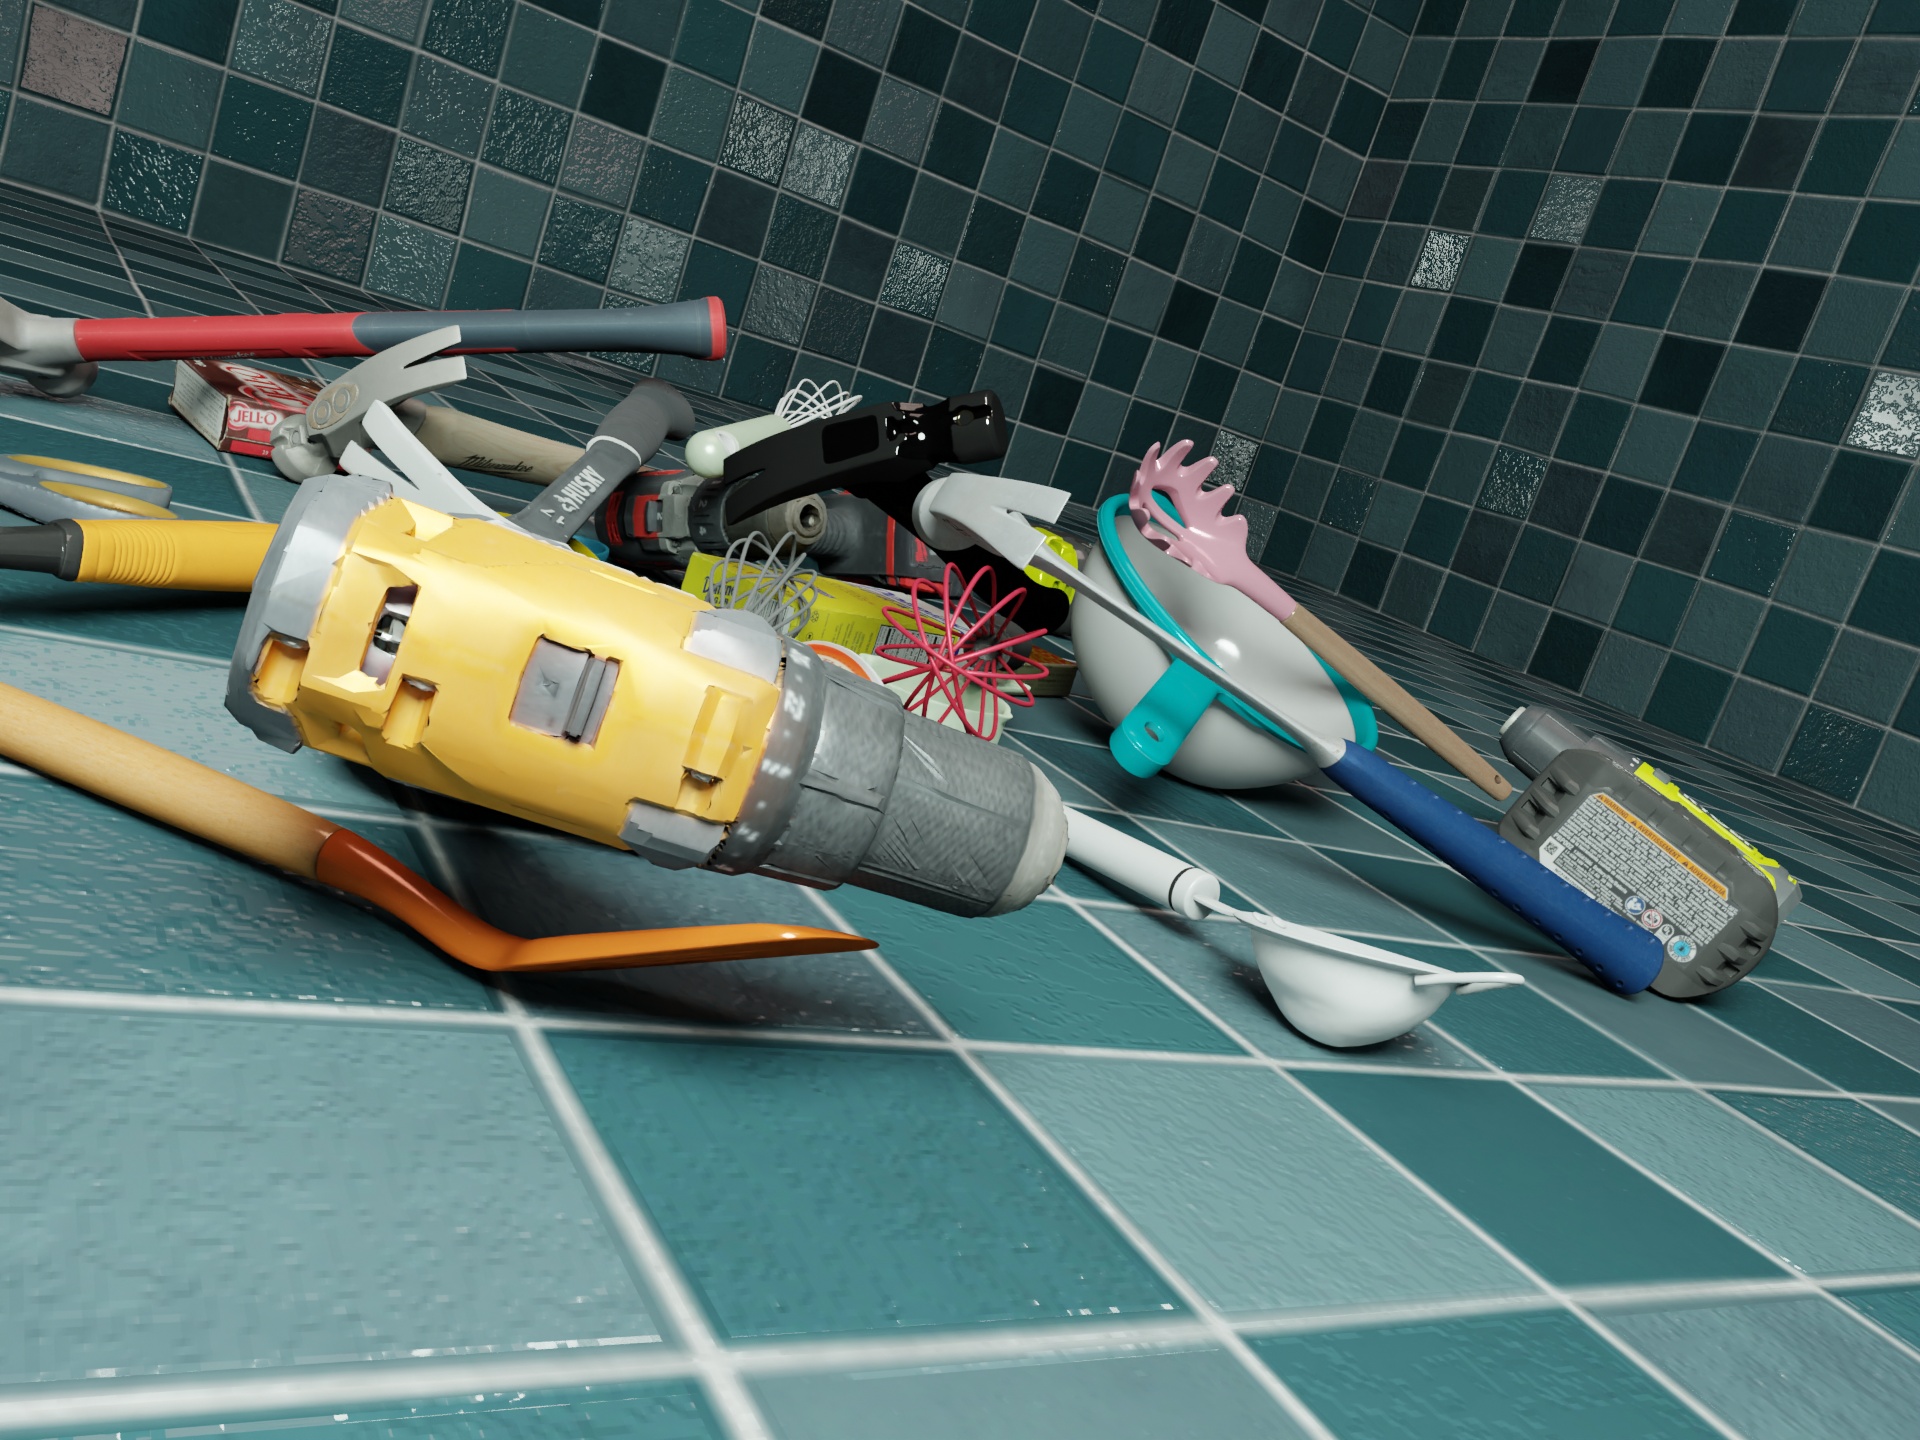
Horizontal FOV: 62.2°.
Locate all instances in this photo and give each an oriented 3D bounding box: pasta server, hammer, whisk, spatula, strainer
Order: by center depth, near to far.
[{"bbox_3d":[-0.179,0.018,0.411,0.322,0.041,0.081,20,-6,12],"label":"spatula"},{"bbox_3d":[-0.289,-0.059,0.557,0.127,0.034,0.337,13,7,10],"label":"hammer"},{"bbox_3d":[0.095,0.071,0.604,0.086,0.050,0.259,17,4,-39],"label":"strainer"},{"bbox_3d":[-0.101,-0.033,0.696,0.055,0.055,0.239,18,23,-3],"label":"whisk"},{"bbox_3d":[0.159,0.010,0.713,0.405,0.035,0.144,33,0,-13],"label":"hammer"},{"bbox_3d":[0.010,-0.034,0.726,0.073,0.073,0.296,20,6,4],"label":"whisk"},{"bbox_3d":[-0.183,-0.131,0.798,0.149,0.036,0.409,34,15,-13],"label":"hammer"},{"bbox_3d":[-0.322,-0.216,0.873,0.386,0.038,0.143,-5,1,-14],"label":"hammer"},{"bbox_3d":[0.115,-0.010,0.879,0.211,0.095,0.340,44,27,3],"label":"strainer"},{"bbox_3d":[-0.006,-0.098,0.885,0.146,0.035,0.334,-9,-13,16],"label":"hammer"},{"bbox_3d":[0.214,-0.048,0.922,0.316,0.060,0.040,37,-20,-15],"label":"pasta server"},{"bbox_3d":[-0.108,-0.167,0.932,0.058,0.059,0.246,58,19,-6],"label":"whisk"},{"bbox_3d":[-0.220,-0.158,1.027,0.146,0.038,0.410,-20,-14,30],"label":"hammer"}]

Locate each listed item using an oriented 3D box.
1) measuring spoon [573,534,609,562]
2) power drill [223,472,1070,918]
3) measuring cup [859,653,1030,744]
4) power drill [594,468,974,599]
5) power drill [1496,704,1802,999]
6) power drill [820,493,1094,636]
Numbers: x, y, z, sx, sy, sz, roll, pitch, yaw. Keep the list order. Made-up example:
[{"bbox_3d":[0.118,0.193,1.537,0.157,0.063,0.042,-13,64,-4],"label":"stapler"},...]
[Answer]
[{"bbox_3d":[-0.253,-0.089,0.862,0.128,0.021,0.042,-2,22,-36],"label":"measuring spoon"},{"bbox_3d":[-0.086,-0.001,0.430,0.185,0.084,0.226,19,-4,-18],"label":"power drill"},{"bbox_3d":[-0.001,-0.003,0.798,0.083,0.038,0.167,23,10,19],"label":"measuring cup"},{"bbox_3d":[-0.087,-0.119,0.984,0.226,0.080,0.188,-1,5,-43],"label":"power drill"},{"bbox_3d":[0.375,0.064,0.894,0.191,0.080,0.228,42,19,19],"label":"power drill"},{"bbox_3d":[-0.010,-0.135,1.303,0.223,0.080,0.171,9,15,-29],"label":"power drill"}]
